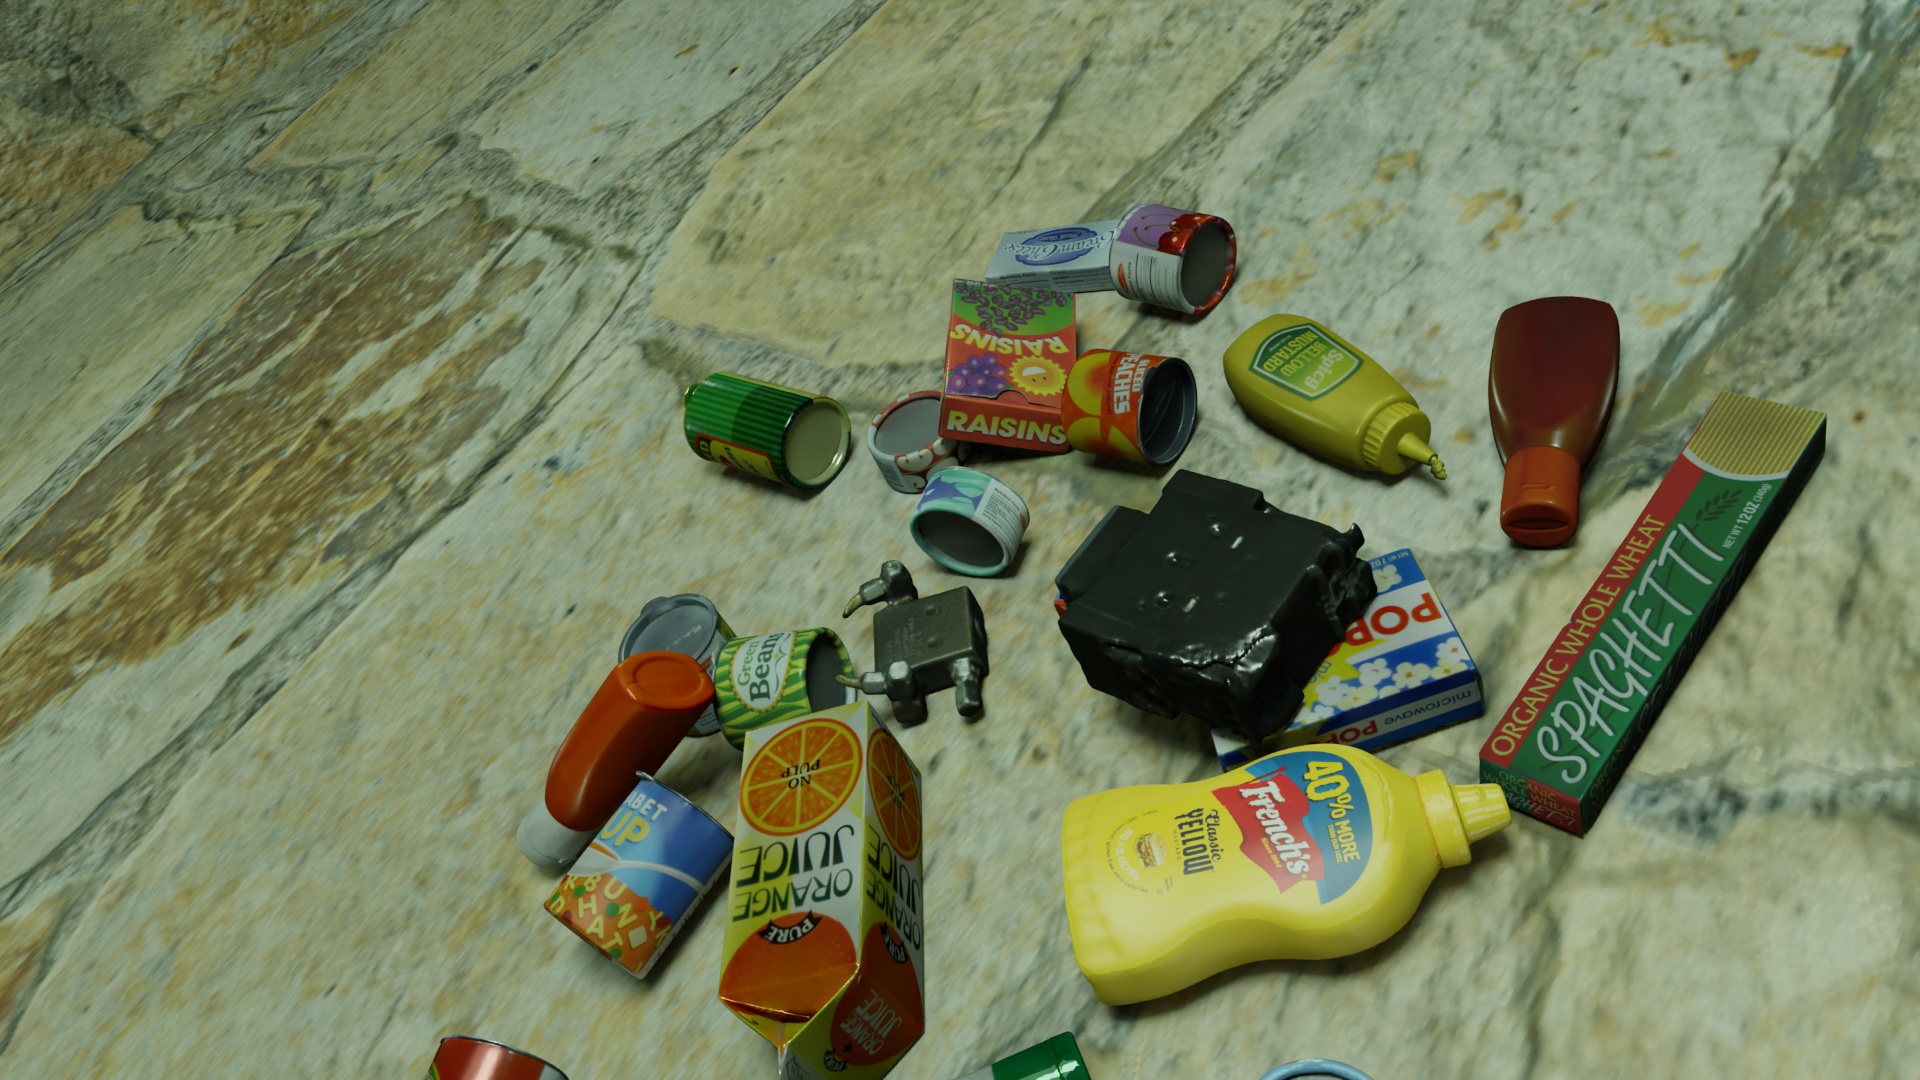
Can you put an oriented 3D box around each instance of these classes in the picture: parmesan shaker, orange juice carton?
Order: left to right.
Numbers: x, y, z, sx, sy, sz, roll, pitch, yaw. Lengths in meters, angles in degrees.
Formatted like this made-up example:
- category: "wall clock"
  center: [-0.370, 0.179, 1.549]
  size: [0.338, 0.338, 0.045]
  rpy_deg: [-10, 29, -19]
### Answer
- category: "parmesan shaker"
  center: [-0.136, -0.078, 0.963]
  size: [0.103, 0.071, 0.071]
  rpy_deg: [18, 59, 39]
- category: "orange juice carton"
  center: [-0.064, 0.179, 0.673]
  size: [0.073, 0.071, 0.194]
  rpy_deg: [-17, 43, 14]

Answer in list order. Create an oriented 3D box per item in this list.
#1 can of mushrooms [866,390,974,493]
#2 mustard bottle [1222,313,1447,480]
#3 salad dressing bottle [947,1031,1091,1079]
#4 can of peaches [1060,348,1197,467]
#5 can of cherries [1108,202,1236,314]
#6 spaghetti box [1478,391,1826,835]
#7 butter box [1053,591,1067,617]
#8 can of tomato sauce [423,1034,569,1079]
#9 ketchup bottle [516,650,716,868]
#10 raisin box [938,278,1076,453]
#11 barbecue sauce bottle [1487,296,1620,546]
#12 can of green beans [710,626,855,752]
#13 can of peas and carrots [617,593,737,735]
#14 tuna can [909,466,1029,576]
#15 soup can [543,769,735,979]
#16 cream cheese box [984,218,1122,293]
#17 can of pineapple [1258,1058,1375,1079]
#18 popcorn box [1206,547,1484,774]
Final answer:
- category: "can of mushrooms"
  center: [-0.025, -0.068, 0.922]
  size: [0.071, 0.033, 0.071]
  rpy_deg: [-16, 43, 15]
- category: "mustard bottle"
  center: [0.218, -0.077, 0.788]
  size: [0.065, 0.048, 0.161]
  rpy_deg: [-38, 42, -8]
- category: "salad dressing bottle"
  center: [-0.014, 0.254, 0.587]
  size: [0.148, 0.064, 0.044]
  rpy_deg: [-22, -2, -2]
- category: "can of peaches"
  center: [0.101, -0.083, 0.841]
  size: [0.058, 0.071, 0.071]
  rpy_deg: [14, 57, 39]
- category: "can of cherries"
  center: [0.143, -0.190, 0.926]
  size: [0.058, 0.071, 0.072]
  rpy_deg: [23, 63, 41]
- category: "spaghetti box"
  center: [0.324, 0.026, 0.645]
  size: [0.050, 0.028, 0.251]
  rpy_deg: [23, 62, 42]
- category: "butter box"
  center: [0.108, 0.028, 0.764]
  size: [0.103, 0.024, 0.053]
  rpy_deg: [8, 53, 33]
- category: "can of tomato sauce"
  center: [-0.236, 0.289, 0.662]
  size: [0.071, 0.071, 0.083]
  rpy_deg: [-4, 48, 25]
- category: "ketchup bottle"
  center: [-0.197, 0.125, 0.771]
  size: [0.043, 0.065, 0.148]
  rpy_deg: [51, 118, 23]
- category: "raisin box"
  center: [0.032, -0.116, 0.910]
  size: [0.086, 0.039, 0.124]
  rpy_deg: [8, 47, -4]
- category: "barbecue sauce bottle"
  center: [0.309, -0.065, 0.731]
  size: [0.065, 0.043, 0.149]
  rpy_deg: [0, 50, 29]
- category: "can of green beans"
  center: [-0.099, 0.084, 0.788]
  size: [0.058, 0.071, 0.071]
  rpy_deg: [-9, 46, 21]
- category: "can of peas and carrots"
  center: [-0.164, 0.074, 0.839]
  size: [0.071, 0.058, 0.071]
  rpy_deg: [-15, 43, 15]
- category: "tuna can"
  center: [0.003, -0.010, 0.827]
  size: [0.071, 0.070, 0.033]
  rpy_deg: [4, 52, 31]
- category: "soup can"
  center: [-0.170, 0.176, 0.734]
  size: [0.071, 0.071, 0.084]
  rpy_deg: [16, 58, 38]
- category: "cream cheese box"
  center: [0.074, -0.204, 1.009]
  size: [0.104, 0.024, 0.053]
  rpy_deg: [0, 51, 28]
- category: "can of pineapple"
  center: [0.140, 0.235, 0.519]
  size: [0.071, 0.057, 0.071]
  rpy_deg: [-15, 43, 15]
- category: "popcorn box"
  center: [0.178, 0.063, 0.680]
  size: [0.126, 0.038, 0.085]
  rpy_deg: [-21, 42, 9]
